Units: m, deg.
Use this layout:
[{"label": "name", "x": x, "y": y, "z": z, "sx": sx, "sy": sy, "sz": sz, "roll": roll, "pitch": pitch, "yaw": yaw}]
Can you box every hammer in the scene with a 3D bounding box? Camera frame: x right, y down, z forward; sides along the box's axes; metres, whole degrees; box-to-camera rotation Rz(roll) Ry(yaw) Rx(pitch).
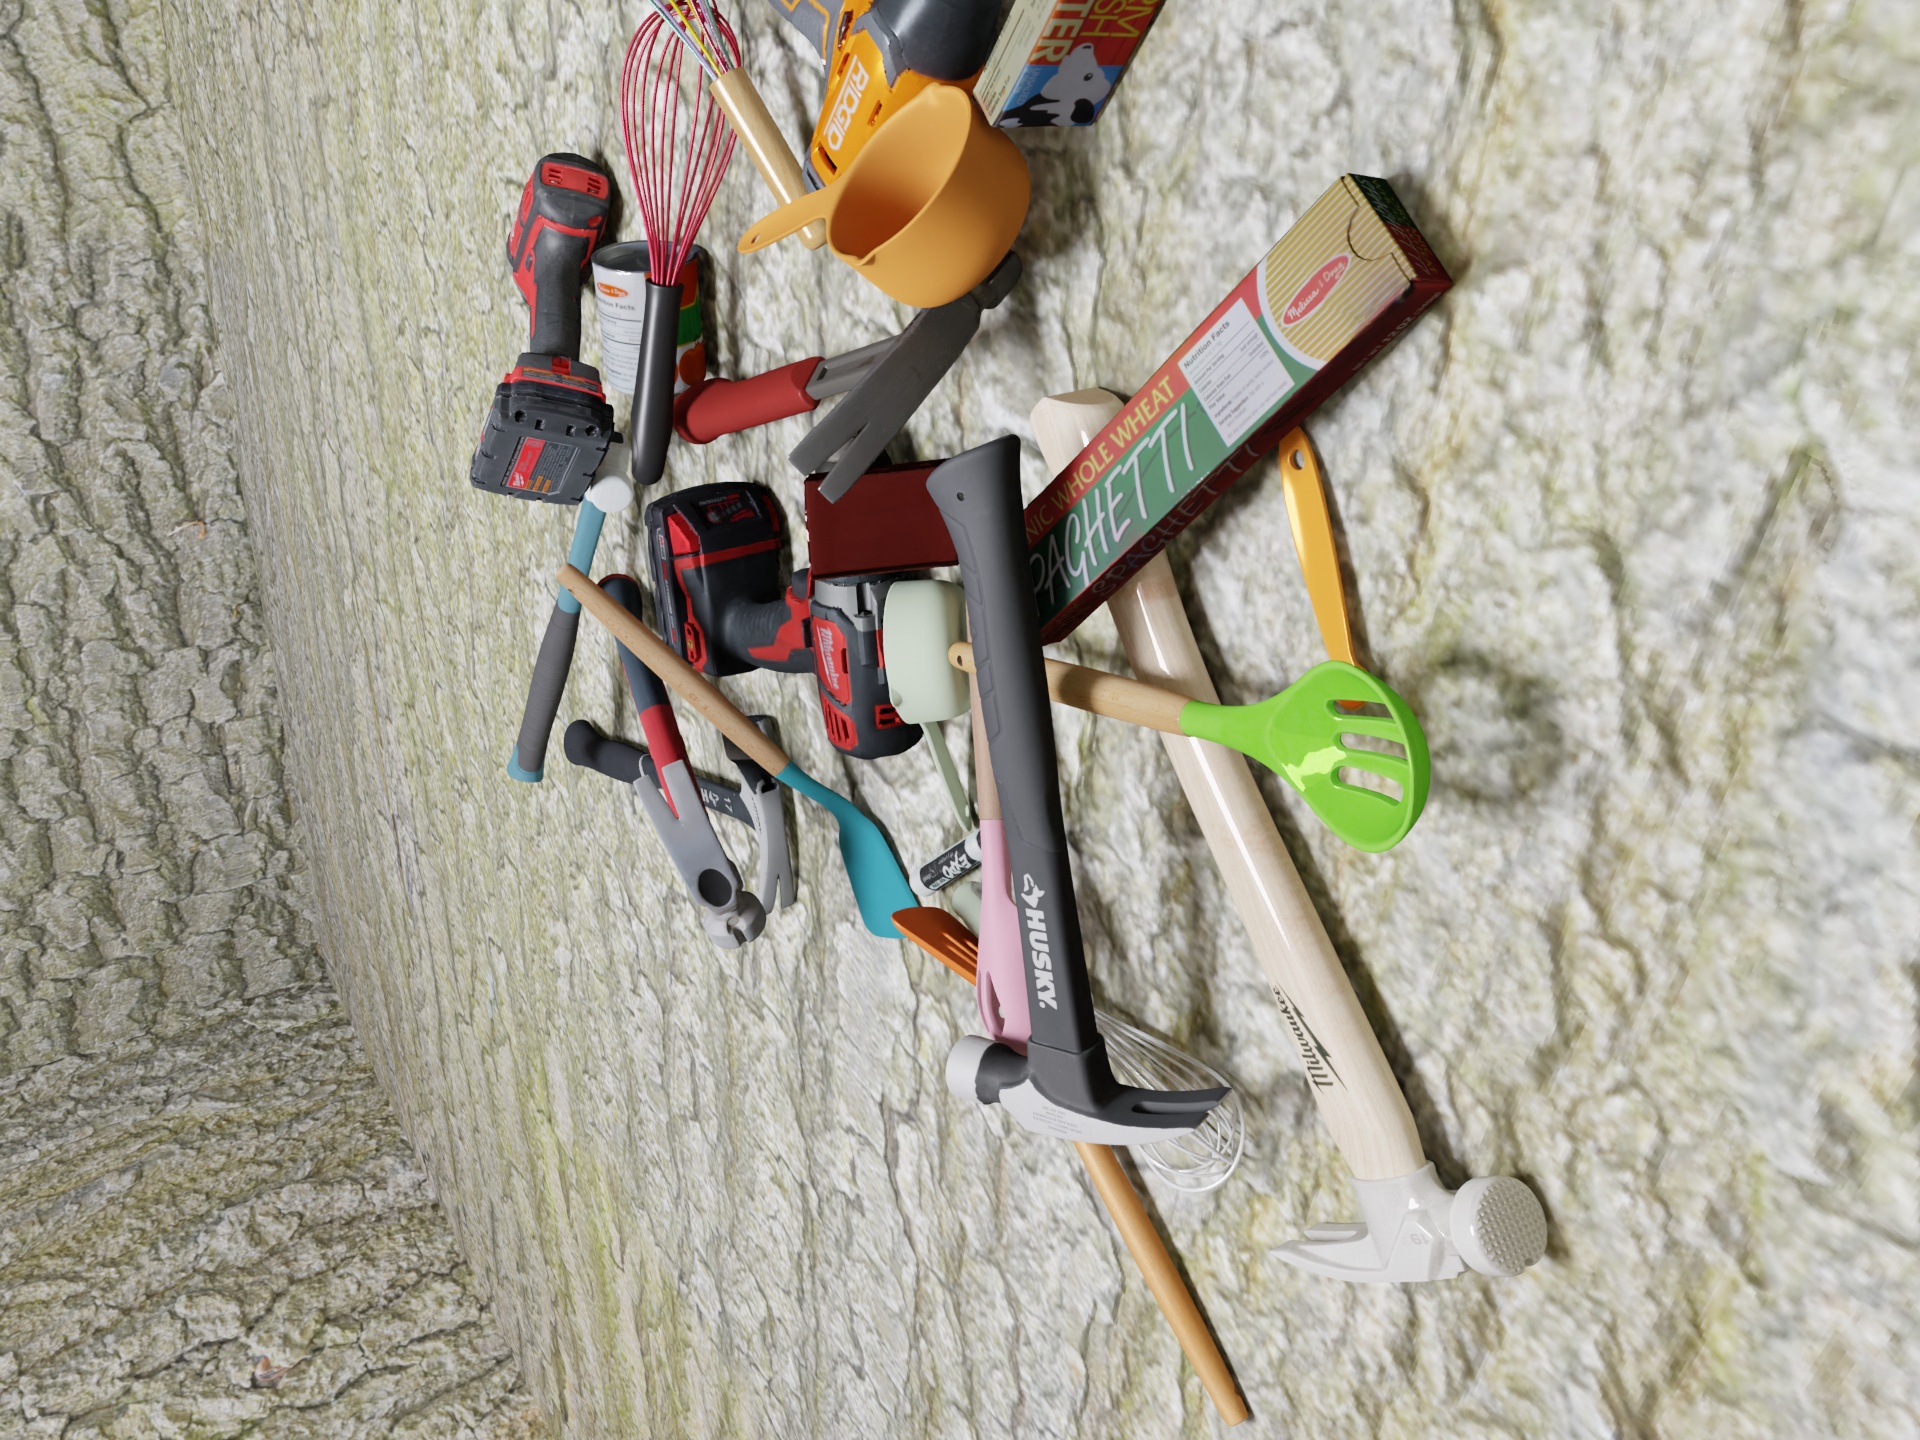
[{"label": "hammer", "x": -0.098, "y": -0.175, "z": 0.875, "sx": 0.036, "sy": 0.149, "sz": 0.359, "roll": 44, "pitch": 165, "yaw": -23}, {"label": "hammer", "x": -0.309, "y": -0.080, "z": 1.244, "sx": 0.128, "sy": 0.033, "sz": 0.330, "roll": -108, "pitch": 35, "yaw": -50}, {"label": "hammer", "x": 0.036, "y": 0.040, "z": 0.704, "sx": 0.146, "sy": 0.035, "sz": 0.334, "roll": 7, "pitch": 115, "yaw": 38}, {"label": "hammer", "x": 0.116, "y": 0.046, "z": 0.705, "sx": 0.146, "sy": 0.038, "sz": 0.411, "roll": -37, "pitch": 72, "yaw": 59}, {"label": "hammer", "x": -0.239, "y": 0.049, "z": 1.283, "sx": 0.409, "sy": 0.036, "sz": 0.149, "roll": 12, "pitch": 115, "yaw": 57}, {"label": "hammer", "x": -0.216, "y": -0.013, "z": 1.103, "sx": 0.387, "sy": 0.038, "sz": 0.143, "roll": -122, "pitch": 10, "yaw": -51}]

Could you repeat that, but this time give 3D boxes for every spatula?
[{"label": "spatula", "x": -0.136, "y": 0.021, "z": 0.999, "sx": 0.317, "sy": 0.044, "sz": 0.082, "roll": 44, "pitch": 154, "yaw": -16}, {"label": "spatula", "x": 0.063, "y": 0.235, "z": 0.873, "sx": 0.041, "sy": 0.081, "sz": 0.323, "roll": -33, "pitch": 77, "yaw": 16}]

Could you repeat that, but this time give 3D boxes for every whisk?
[{"label": "whisk", "x": 0.065, "y": 0.156, "z": 0.839, "sx": 0.059, "sy": 0.057, "sz": 0.247, "roll": -58, "pitch": 44, "yaw": 9}, {"label": "whisk", "x": -0.175, "y": -0.281, "z": 0.952, "sx": 0.073, "sy": 0.073, "sz": 0.295, "roll": 39, "pitch": 127, "yaw": 43}, {"label": "whisk", "x": -0.136, "y": -0.367, "z": 0.857, "sx": 0.245, "sy": 0.051, "sz": 0.047, "roll": 59, "pitch": 172, "yaw": -12}]

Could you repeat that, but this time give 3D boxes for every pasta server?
[{"label": "pasta server", "x": 0.023, "y": 0.023, "z": 0.815, "sx": 0.060, "sy": 0.040, "sz": 0.316, "roll": -4, "pitch": 89, "yaw": 63}]

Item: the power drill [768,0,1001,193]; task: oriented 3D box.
[{"label": "power drill", "x": -0.061, "y": -0.369, "z": 0.747, "sx": 0.227, "sy": 0.084, "sz": 0.164, "roll": 60, "pitch": 146, "yaw": 13}]

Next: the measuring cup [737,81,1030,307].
[{"label": "measuring cup", "x": -0.038, "y": -0.226, "z": 0.731, "sx": 0.174, "sy": 0.052, "sz": 0.095, "roll": 0, "pitch": 66, "yaw": 50}]

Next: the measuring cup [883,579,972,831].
[{"label": "measuring cup", "x": -0.001, "y": -0.003, "z": 0.866, "sx": 0.083, "sy": 0.038, "sz": 0.167, "roll": -77, "pitch": -24, "yaw": -50}]

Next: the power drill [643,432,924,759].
[{"label": "power drill", "x": -0.103, "y": -0.091, "z": 0.955, "sx": 0.227, "sy": 0.080, "sz": 0.187, "roll": 23, "pitch": 124, "yaw": 49}]

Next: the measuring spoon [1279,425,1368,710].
[{"label": "measuring spoon", "x": 0.146, "y": -0.062, "z": 0.631, "sx": 0.021, "sy": 0.011, "sz": 0.117, "roll": -14, "pitch": 89, "yaw": 60}]

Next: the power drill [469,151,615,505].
[{"label": "power drill", "x": -0.291, "y": -0.271, "z": 1.118, "sx": 0.143, "sy": 0.078, "sz": 0.220, "roll": 142, "pitch": 131, "yaw": -57}]

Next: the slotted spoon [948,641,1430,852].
[{"label": "slotted spoon", "x": 0.082, "y": -0.008, "z": 0.672, "sx": 0.314, "sy": 0.031, "sz": 0.070, "roll": 18, "pitch": 118, "yaw": 56}]
